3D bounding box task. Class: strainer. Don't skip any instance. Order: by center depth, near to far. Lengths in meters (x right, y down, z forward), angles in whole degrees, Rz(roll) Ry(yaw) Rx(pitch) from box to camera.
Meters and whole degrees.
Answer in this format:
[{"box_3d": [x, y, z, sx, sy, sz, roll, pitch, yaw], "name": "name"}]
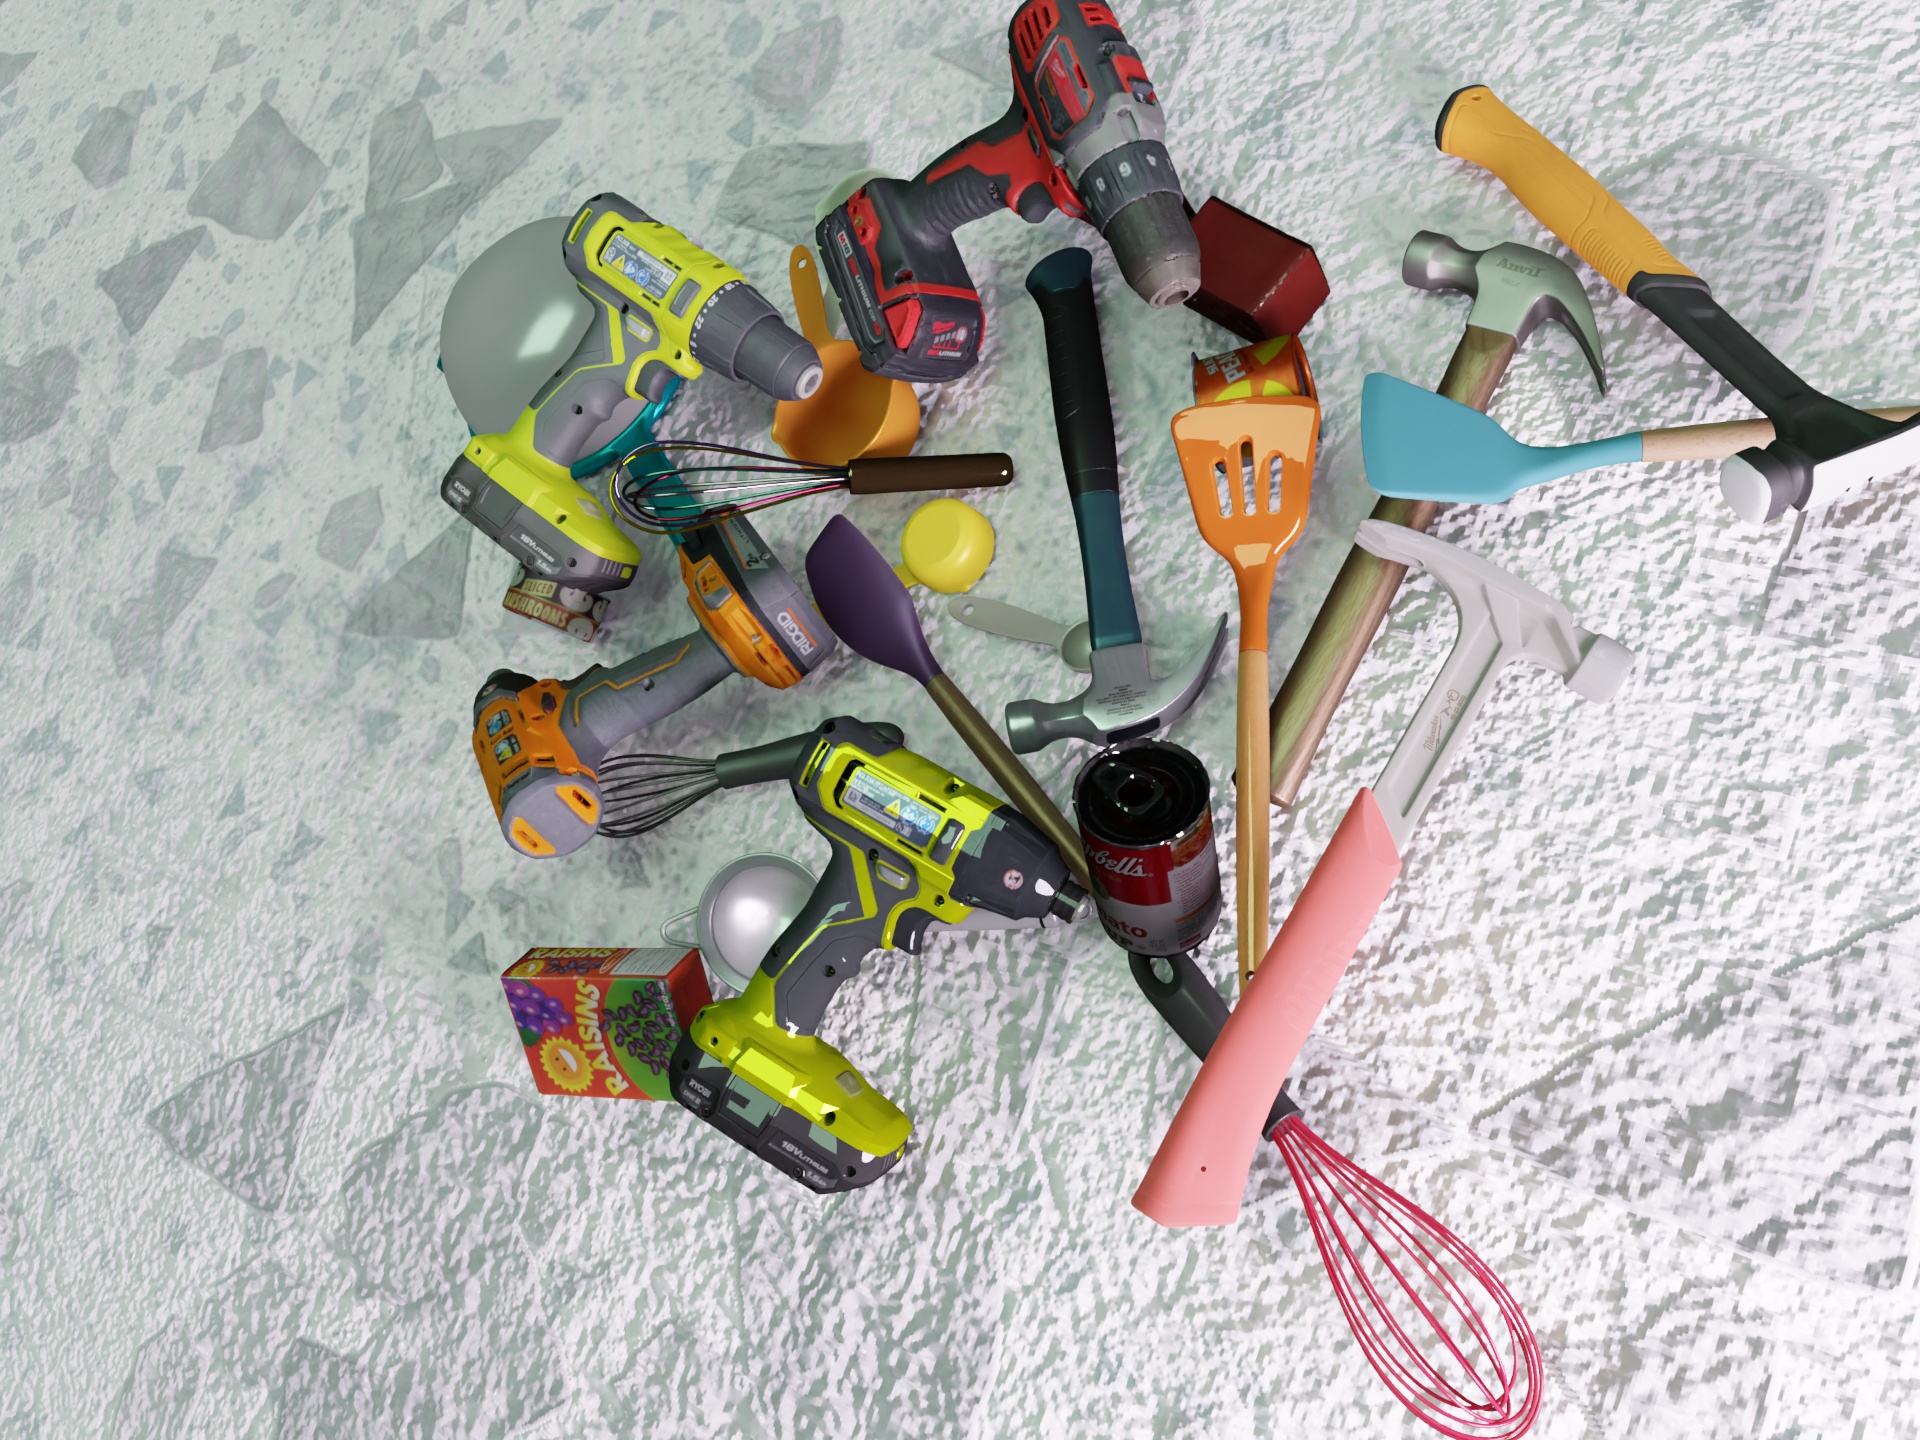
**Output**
[{"box_3d": [-0.048, 0.115, 0.918, 0.258, 0.050, 0.087, -4, 91, 19], "name": "strainer"}, {"box_3d": [-0.271, -0.239, 1.116, 0.211, 0.095, 0.341, -41, 59, 9], "name": "strainer"}]

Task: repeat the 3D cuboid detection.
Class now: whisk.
[{"box_3d": [0.168, 0.212, 0.769, 0.073, 0.073, 0.296, -43, 54, 8], "name": "whisk"}, {"box_3d": [-0.089, -0.143, 0.969, 0.245, 0.051, 0.047, -4, 58, -7], "name": "whisk"}, {"box_3d": [-0.145, 0.034, 0.993, 0.239, 0.055, 0.055, -12, 68, 18], "name": "whisk"}]

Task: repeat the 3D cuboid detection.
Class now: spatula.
[{"box_3d": [0.358, -0.141, 0.770, 0.317, 0.044, 0.082, -2, 55, 16], "name": "spatula"}, {"box_3d": [0.150, -0.015, 0.825, 0.081, 0.041, 0.323, -3, 71, 18], "name": "spatula"}, {"box_3d": [-0.001, -0.003, 0.935, 0.316, 0.018, 0.059, 50, 117, 26], "name": "spatula"}]

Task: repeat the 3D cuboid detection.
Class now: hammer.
[{"box_3d": [0.177, 0.078, 0.768, 0.149, 0.036, 0.359, 30, 80, 12], "name": "hammer"}, {"box_3d": [0.352, -0.234, 0.806, 0.127, 0.034, 0.337, -23, 52, -5], "name": "hammer"}, {"box_3d": [0.237, -0.105, 0.852, 0.130, 0.031, 0.331, 25, 86, 31], "name": "hammer"}, {"box_3d": [0.076, -0.140, 0.930, 0.128, 0.033, 0.331, -8, 65, 6], "name": "hammer"}]

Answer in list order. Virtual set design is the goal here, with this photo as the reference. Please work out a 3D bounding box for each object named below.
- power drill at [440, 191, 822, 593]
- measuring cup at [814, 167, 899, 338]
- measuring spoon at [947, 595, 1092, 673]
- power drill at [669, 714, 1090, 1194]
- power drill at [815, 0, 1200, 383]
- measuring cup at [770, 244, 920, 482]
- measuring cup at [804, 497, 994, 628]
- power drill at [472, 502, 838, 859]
[{"box_3d": [-0.211, -0.198, 1.022, 0.191, 0.080, 0.228, 37, 99, 15], "name": "power drill"}, {"box_3d": [-0.073, -0.285, 1.072, 0.083, 0.038, 0.167, 29, 105, 27], "name": "measuring cup"}, {"box_3d": [0.042, -0.052, 0.945, 0.124, 0.018, 0.034, 20, 74, 37], "name": "measuring spoon"}, {"box_3d": [-0.046, 0.132, 0.861, 0.171, 0.080, 0.223, 29, 96, 14], "name": "power drill"}, {"box_3d": [0.031, -0.280, 0.916, 0.226, 0.080, 0.188, -31, 75, 41], "name": "power drill"}, {"box_3d": [-0.079, -0.231, 1.038, 0.095, 0.052, 0.174, -23, 65, 21], "name": "measuring cup"}, {"box_3d": [-0.053, -0.090, 0.993, 0.156, 0.029, 0.062, -25, 64, 18], "name": "measuring cup"}, {"box_3d": [-0.204, -0.033, 0.991, 0.226, 0.084, 0.164, -37, 42, -2], "name": "power drill"}]
